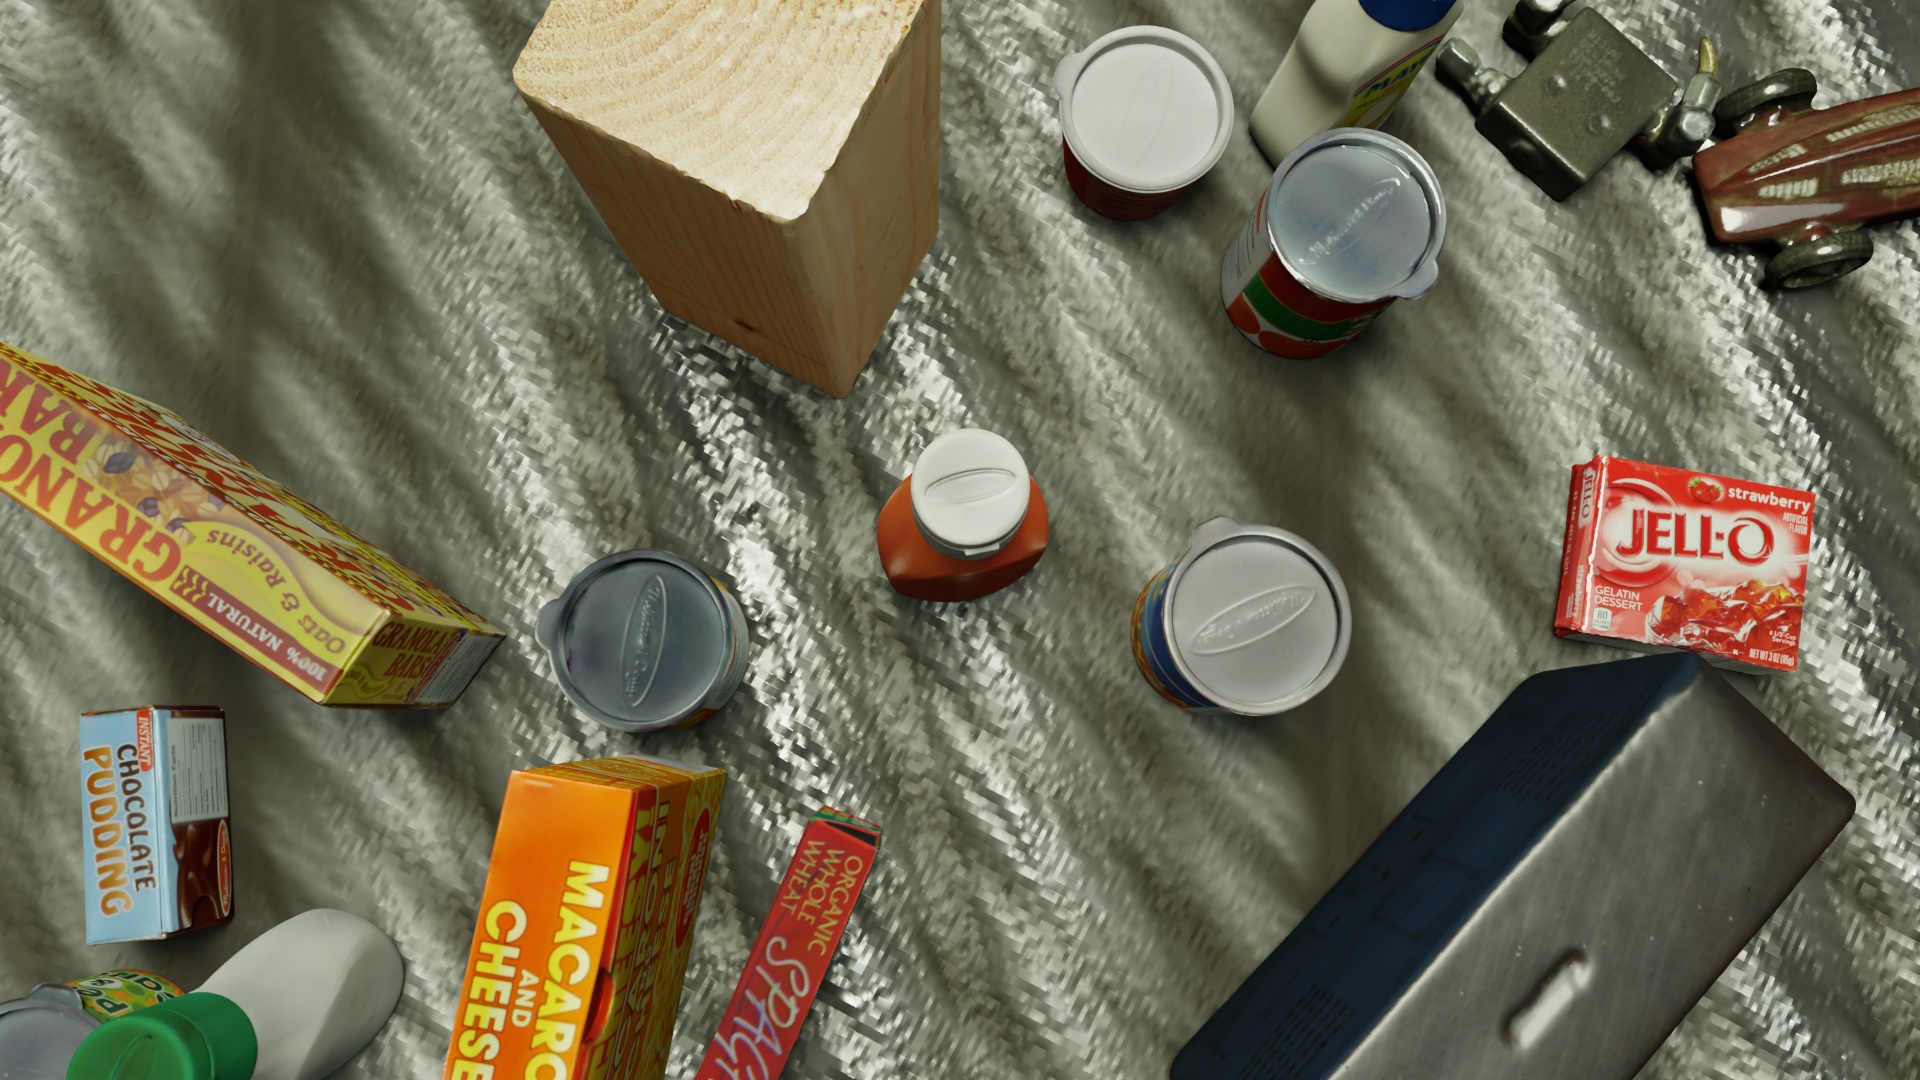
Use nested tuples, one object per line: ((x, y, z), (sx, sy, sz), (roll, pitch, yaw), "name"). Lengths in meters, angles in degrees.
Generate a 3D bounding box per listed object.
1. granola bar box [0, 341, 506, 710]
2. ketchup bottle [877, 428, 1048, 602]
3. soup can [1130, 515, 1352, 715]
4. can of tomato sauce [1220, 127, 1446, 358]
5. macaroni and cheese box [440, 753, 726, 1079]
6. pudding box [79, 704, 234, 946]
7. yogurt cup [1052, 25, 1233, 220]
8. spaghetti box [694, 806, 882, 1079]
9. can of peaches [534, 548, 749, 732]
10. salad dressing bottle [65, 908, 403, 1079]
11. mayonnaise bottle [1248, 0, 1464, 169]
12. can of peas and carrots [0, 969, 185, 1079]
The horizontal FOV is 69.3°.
((-0.258, 0.000, 0.493), (0.165, 0.124, 0.039), (33, 83, 3), "granola bar box")
((0.002, -0.006, 0.489), (0.065, 0.148, 0.043), (-12, 83, -3), "ketchup bottle")
((0.101, 0.030, 0.520), (0.071, 0.083, 0.071), (0, 82, -2), "soup can")
((0.144, -0.111, 0.542), (0.071, 0.083, 0.071), (0, 82, -2), "can of tomato sauce")
((-0.118, 0.135, 0.457), (0.040, 0.166, 0.124), (10, 82, 0), "macaroni and cheese box")
((-0.297, 0.104, 0.515), (0.030, 0.049, 0.084), (-7, 82, -2), "pudding box")
((0.072, -0.164, 0.562), (0.072, 0.054, 0.072), (0, 82, -2), "yogurt cup")
((-0.090, 0.217, 0.505), (0.029, 0.050, 0.250), (23, 82, 2), "spaghetti box")
((-0.118, 0.038, 0.526), (0.071, 0.058, 0.071), (0, 82, -2), "can of peaches")
((-0.234, 0.160, 0.460), (0.044, 0.147, 0.064), (23, 83, 1), "salad dressing bottle")
((0.154, -0.188, 0.520), (0.065, 0.148, 0.041), (-32, 85, -5), "mayonnaise bottle")
((-0.317, 0.190, 0.498), (0.071, 0.058, 0.071), (0, 82, -2), "can of peas and carrots")
